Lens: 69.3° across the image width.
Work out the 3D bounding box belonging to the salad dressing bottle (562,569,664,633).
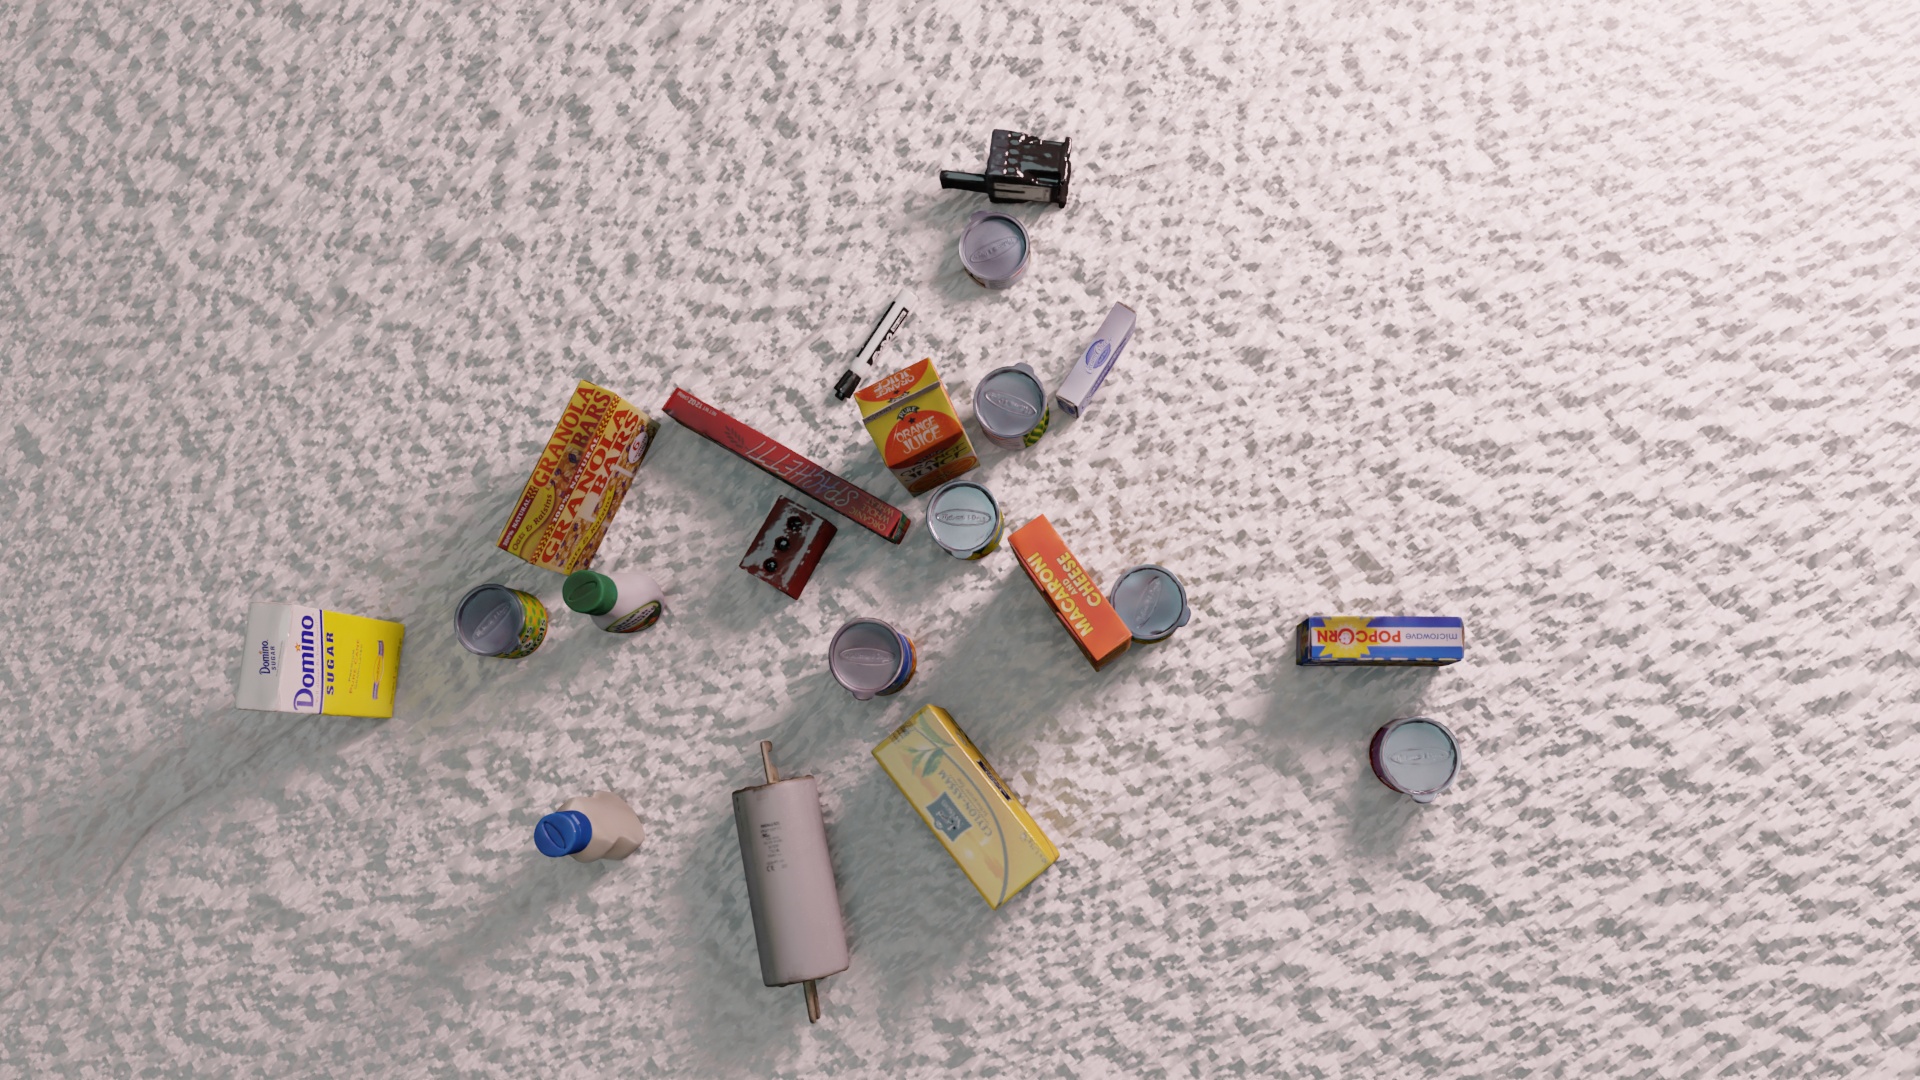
[{"bbox_3d":[-0.308,0.052,1.229,0.064,0.147,0.044,-31,80,1],"label":"salad dressing bottle"}]

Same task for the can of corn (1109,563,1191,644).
[{"bbox_3d":[0.167,0.058,1.221,0.071,0.058,0.071,-1,81,6],"label":"can of corn"}]

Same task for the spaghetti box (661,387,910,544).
[{"bbox_3d":[-0.159,-0.068,1.281,0.250,0.050,0.029,29,86,10],"label":"spaghetti box"}]

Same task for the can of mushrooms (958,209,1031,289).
[{"bbox_3d":[0.032,-0.272,1.300,0.071,0.033,0.071,-1,81,6],"label":"can of mushrooms"}]

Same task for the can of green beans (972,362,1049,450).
[{"bbox_3d":[0.047,-0.119,1.262,0.071,0.058,0.071,-1,81,6],"label":"can of green beans"}]

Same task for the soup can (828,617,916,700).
[{"bbox_3d":[-0.077,0.107,1.227,0.071,0.083,0.071,-1,82,6],"label":"soup can"}]

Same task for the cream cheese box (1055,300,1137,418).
[{"bbox_3d":[0.124,-0.163,1.262,0.024,0.053,0.104,32,86,10],"label":"cream cheese box"}]

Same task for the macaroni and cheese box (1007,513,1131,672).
[{"bbox_3d":[0.094,0.049,1.176,0.040,0.166,0.124,-36,80,1],"label":"macaroni and cheese box"}]

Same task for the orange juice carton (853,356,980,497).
[{"bbox_3d":[-0.037,-0.099,1.200,0.072,0.192,0.073,-26,80,2],"label":"orange juice carton"}]

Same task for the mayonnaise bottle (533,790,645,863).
[{"bbox_3d":[-0.322,0.249,1.200,0.041,0.148,0.065,-42,80,-1],"label":"mayonnaise bottle"}]

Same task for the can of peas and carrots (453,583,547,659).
[{"bbox_3d":[-0.421,0.077,1.283,0.071,0.058,0.071,-1,81,6],"label":"can of peas and carrots"}]

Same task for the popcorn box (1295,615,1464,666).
[{"bbox_3d":[0.355,0.087,1.182,0.127,0.085,0.038,0,82,6],"label":"popcorn box"}]

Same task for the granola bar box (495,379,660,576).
[{"bbox_3d":[-0.344,-0.053,1.261,0.039,0.124,0.165,25,85,9],"label":"granola bar box"}]

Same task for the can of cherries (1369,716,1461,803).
[{"bbox_3d":[0.384,0.185,1.177,0.071,0.058,0.071,-1,81,6],"label":"can of cherries"}]

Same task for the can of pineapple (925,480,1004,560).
[{"bbox_3d":[0.004,-0.016,1.251,0.071,0.058,0.071,-1,81,6],"label":"can of pineapple"}]
